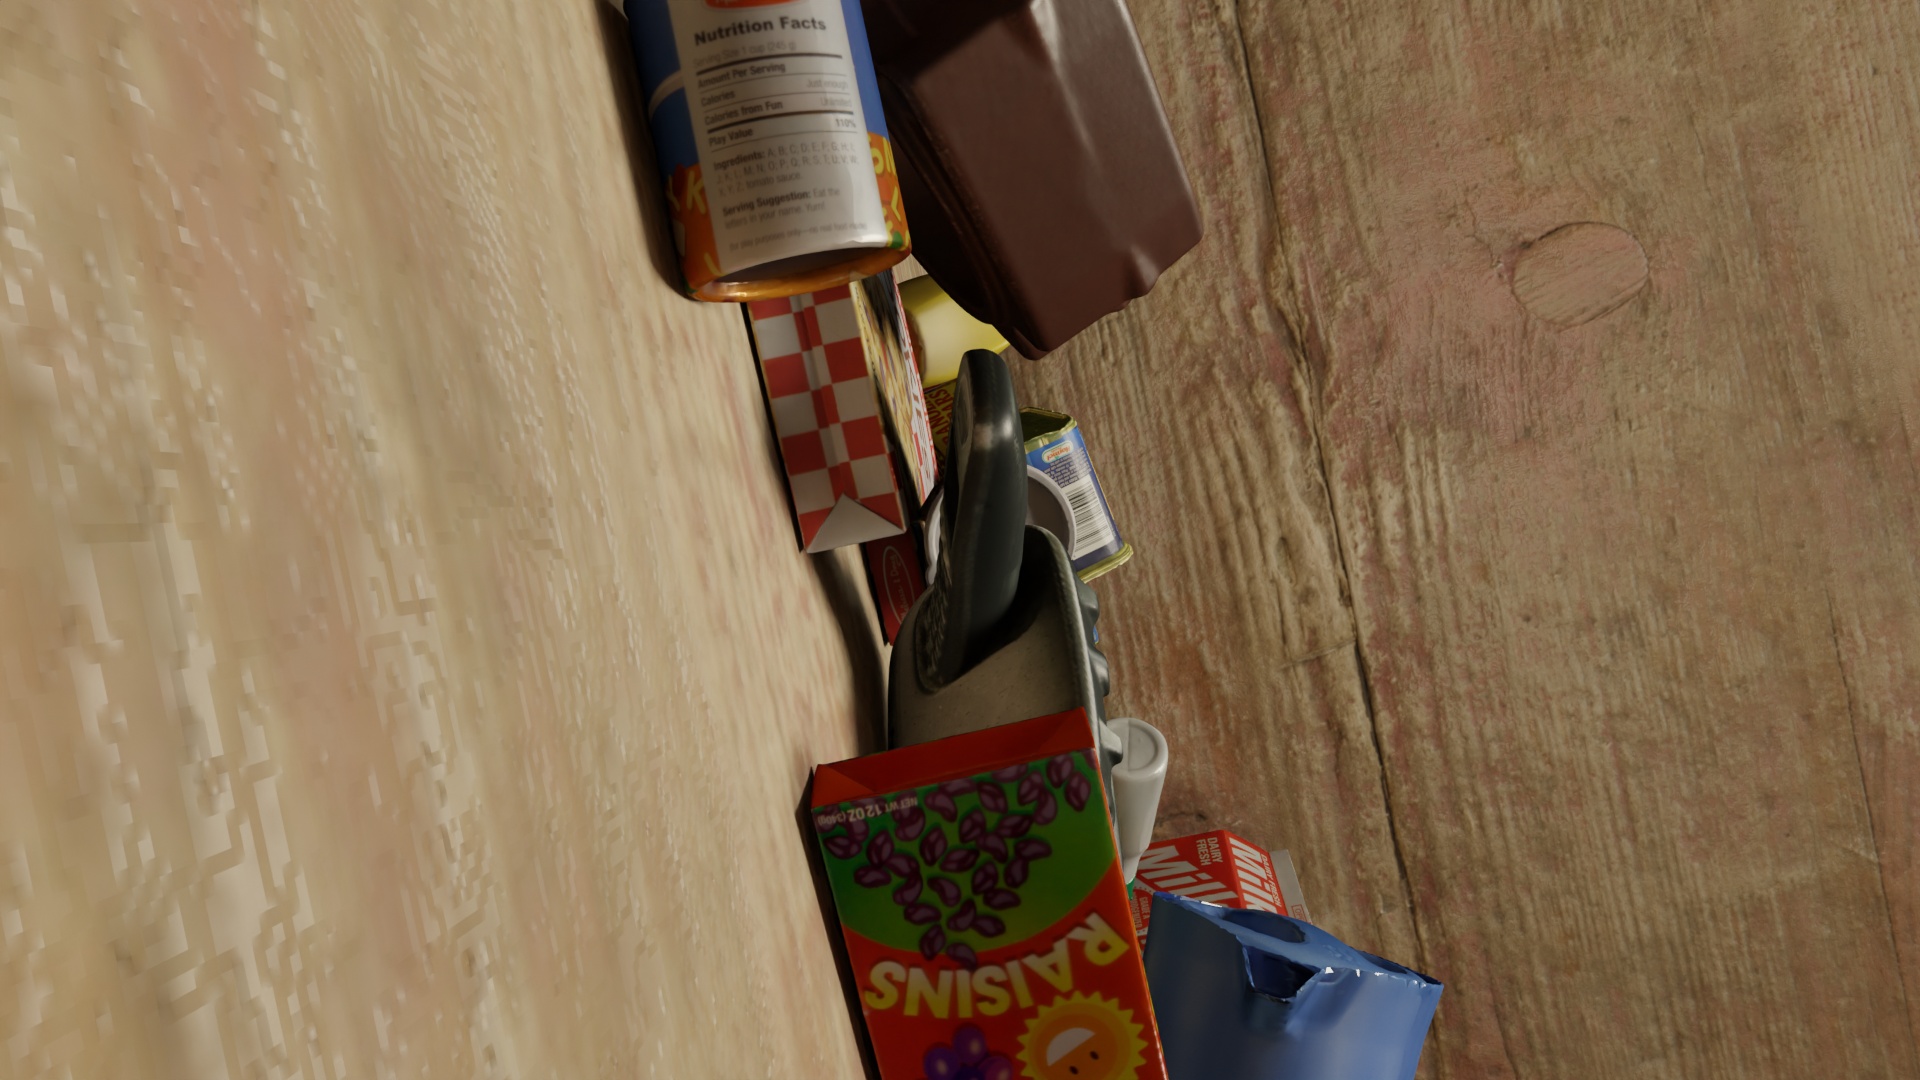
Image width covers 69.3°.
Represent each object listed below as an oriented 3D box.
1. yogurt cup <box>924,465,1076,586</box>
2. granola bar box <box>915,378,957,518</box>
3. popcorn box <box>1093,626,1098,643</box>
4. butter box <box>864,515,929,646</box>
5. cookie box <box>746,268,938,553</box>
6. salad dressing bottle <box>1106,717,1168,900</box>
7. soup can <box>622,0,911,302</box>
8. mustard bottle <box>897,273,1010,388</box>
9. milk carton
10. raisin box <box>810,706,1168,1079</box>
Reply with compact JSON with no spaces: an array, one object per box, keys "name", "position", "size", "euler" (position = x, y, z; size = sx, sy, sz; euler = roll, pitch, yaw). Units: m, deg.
[{"name":"yogurt cup","position":[0.014,-0.006,0.632],"size":[0.054,0.072,0.072],"euler":[-129,-155,-76]},{"name":"granola bar box","position":[0.003,-0.009,0.749],"size":[0.124,0.039,0.164],"euler":[-129,-161,-53]},{"name":"popcorn box","position":[0.033,0.025,0.893],"size":[0.085,0.038,0.126],"euler":[-25,96,-47]},{"name":"butter box","position":[-0.023,0.017,0.670],"size":[0.103,0.024,0.053],"euler":[-38,115,-85]},{"name":"cookie box","position":[-0.044,-0.070,0.551],"size":[0.168,0.040,0.122],"euler":[-71,149,-81]},{"name":"salad dressing bottle","position":[0.088,0.165,0.801],"size":[0.064,0.044,0.146],"euler":[-82,176,-48]},{"name":"soup can","position":[-0.054,-0.115,0.395],"size":[0.071,0.071,0.083],"euler":[-25,103,-85]},{"name":"mustard bottle","position":[0.000,-0.114,0.709],"size":[0.161,0.065,0.048],"euler":[-34,120,-54]},{"name":"milk carton","position":[0.135,0.254,0.937],"size":[0.073,0.190,0.073],"euler":[-97,173,-51]},{"name":"raisin box","position":[0.010,0.121,0.421],"size":[0.040,0.086,0.123],"euler":[-104,-179,-79]}]
